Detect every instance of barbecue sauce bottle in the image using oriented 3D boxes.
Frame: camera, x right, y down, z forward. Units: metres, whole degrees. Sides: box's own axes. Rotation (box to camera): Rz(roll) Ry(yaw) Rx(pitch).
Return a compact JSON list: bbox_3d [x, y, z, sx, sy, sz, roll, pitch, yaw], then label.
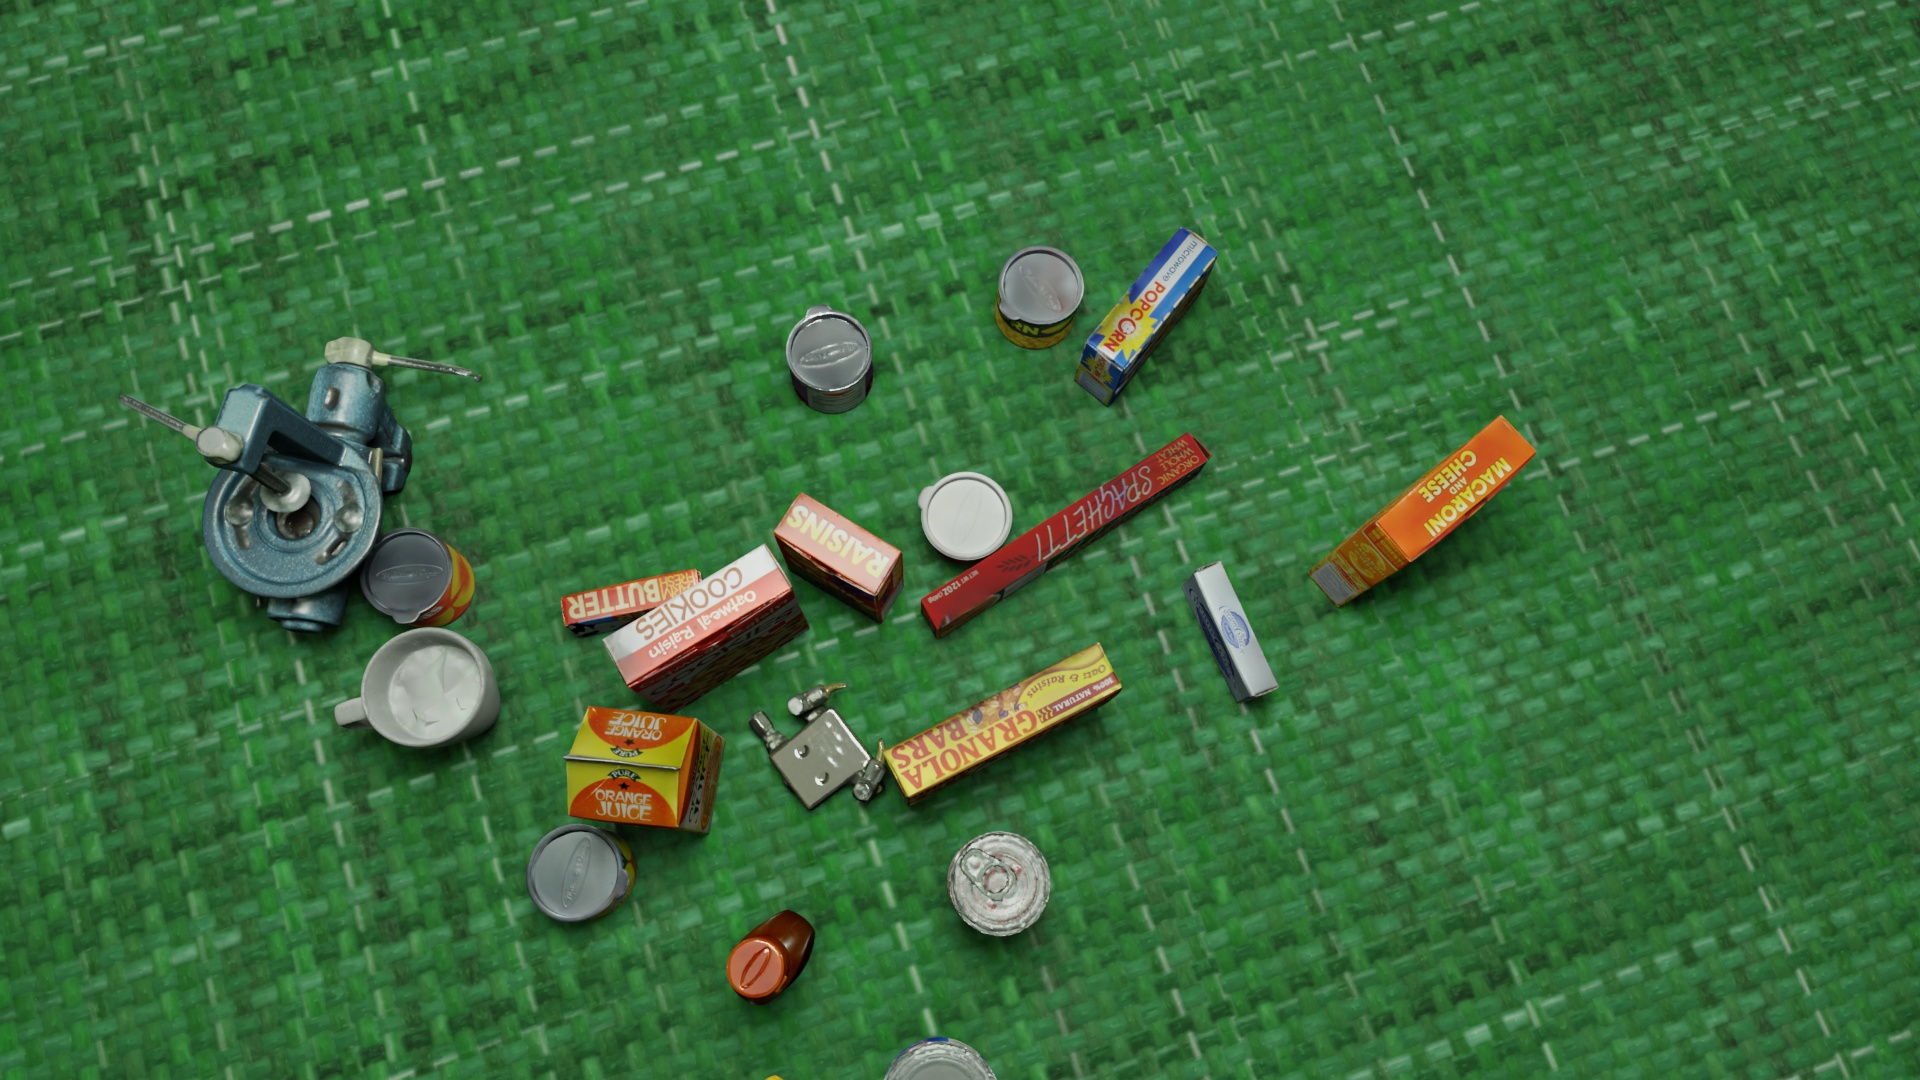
[{"bbox_3d":[-0.129,0.282,0.933,0.044,0.148,0.065,35,78,6],"label":"barbecue sauce bottle"}]

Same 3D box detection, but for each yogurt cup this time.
[{"bbox_3d":[0.004,-0.013,1.060,0.072,0.054,0.072,1,76,-2],"label":"yogurt cup"}]

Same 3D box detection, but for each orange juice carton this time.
[{"bbox_3d":[-0.211,0.157,0.938,0.072,0.192,0.073,7,77,-1],"label":"orange juice carton"}]

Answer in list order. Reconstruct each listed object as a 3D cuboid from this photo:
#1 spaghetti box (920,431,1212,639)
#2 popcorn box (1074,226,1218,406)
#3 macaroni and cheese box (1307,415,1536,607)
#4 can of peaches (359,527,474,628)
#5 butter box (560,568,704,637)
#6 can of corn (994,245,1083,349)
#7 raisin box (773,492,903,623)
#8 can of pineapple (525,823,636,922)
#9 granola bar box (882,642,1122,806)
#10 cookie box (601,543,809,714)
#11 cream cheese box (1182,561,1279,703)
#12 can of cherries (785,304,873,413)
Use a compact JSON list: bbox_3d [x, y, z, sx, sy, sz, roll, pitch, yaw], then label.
[{"bbox_3d":[0.080,-0.004,1.063,0.250,0.050,0.029,-32,80,-9],"label":"spaghetti box"},{"bbox_3d":[0.145,-0.174,1.089,0.038,0.085,0.127,38,78,6],"label":"popcorn box"},{"bbox_3d":[0.333,-0.017,1.016,0.124,0.166,0.040,-39,81,-10],"label":"macaroni and cheese box"},{"bbox_3d":[-0.402,0.031,1.030,0.071,0.058,0.071,1,77,-2],"label":"can of peaches"},{"bbox_3d":[-0.240,0.047,1.036,0.103,0.053,0.024,-12,78,-5],"label":"butter box"},{"bbox_3d":[0.059,-0.190,1.103,0.071,0.058,0.071,1,77,-2],"label":"can of corn"},{"bbox_3d":[-0.087,0.015,1.013,0.086,0.123,0.040,31,78,5],"label":"raisin box"},{"bbox_3d":[-0.266,0.237,0.986,0.071,0.057,0.071,1,77,-2],"label":"can of pineapple"},{"bbox_3d":[0.028,0.134,0.989,0.166,0.124,0.039,-26,79,-8],"label":"granola bar box"},{"bbox_3d":[-0.172,0.067,0.975,0.123,0.167,0.040,-32,80,-9],"label":"cookie box"},{"bbox_3d":[0.202,0.071,1.048,0.024,0.053,0.104,-22,78,-7],"label":"cream cheese box"},{"bbox_3d":[-0.101,-0.141,1.084,0.071,0.058,0.071,1,77,-2],"label":"can of cherries"}]
